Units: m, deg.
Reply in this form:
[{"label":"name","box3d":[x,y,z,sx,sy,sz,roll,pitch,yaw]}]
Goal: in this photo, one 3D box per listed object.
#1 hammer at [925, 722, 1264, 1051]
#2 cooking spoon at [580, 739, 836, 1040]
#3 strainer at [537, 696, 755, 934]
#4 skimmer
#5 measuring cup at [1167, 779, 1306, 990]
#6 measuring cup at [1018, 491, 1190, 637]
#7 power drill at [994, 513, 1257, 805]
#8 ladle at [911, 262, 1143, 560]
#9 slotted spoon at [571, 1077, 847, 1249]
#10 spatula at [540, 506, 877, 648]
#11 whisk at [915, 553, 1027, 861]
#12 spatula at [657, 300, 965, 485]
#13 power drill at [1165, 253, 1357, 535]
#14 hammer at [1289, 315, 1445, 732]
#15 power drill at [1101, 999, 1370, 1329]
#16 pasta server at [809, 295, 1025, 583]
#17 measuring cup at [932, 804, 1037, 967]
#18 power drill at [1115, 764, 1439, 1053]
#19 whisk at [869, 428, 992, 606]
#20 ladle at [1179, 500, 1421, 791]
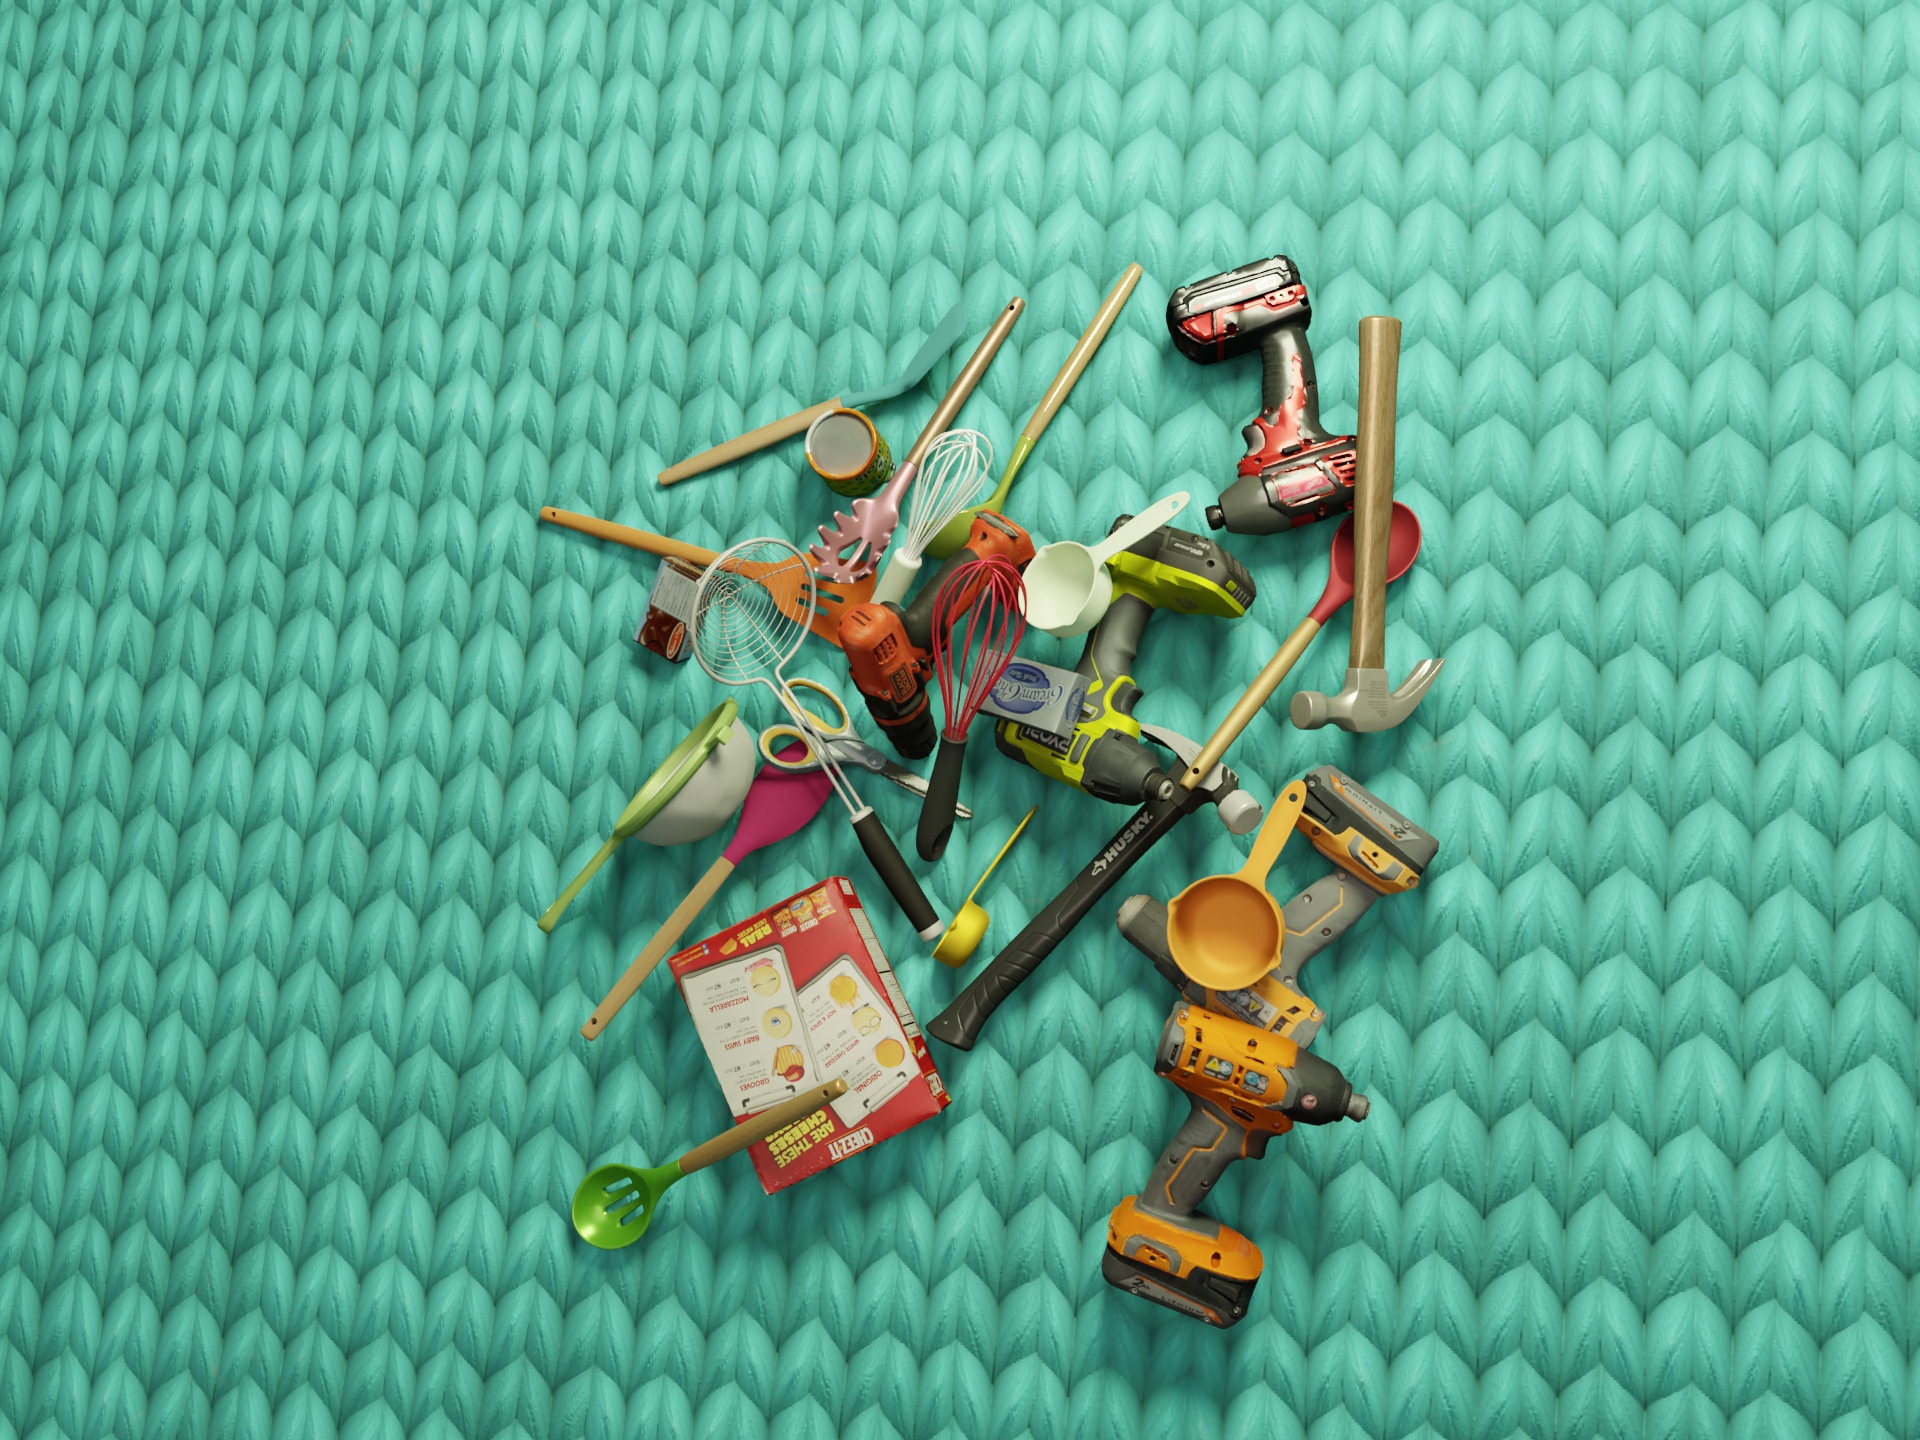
[{"label":"hammer","box3d":[0.091,0.146,1.312,0.335,0.035,0.146,-47,44,9]},{"label":"cooking spoon","box3d":[-0.213,0.140,1.348,0.069,0.017,0.319,30,70,22]},{"label":"strainer","box3d":[-0.256,0.098,1.357,0.069,0.151,0.256,40,93,-12]},{"label":"skimmer","box3d":[-0.104,0.022,1.319,0.127,0.090,0.363,-33,93,-31]},{"label":"measuring cup","box3d":[0.226,0.125,1.230,0.095,0.052,0.173,27,93,18]},{"label":"measuring cup","box3d":[0.123,-0.128,1.281,0.167,0.038,0.083,-34,54,22]},{"label":"power drill","box3d":[0.143,-0.044,1.304,0.171,0.080,0.223,24,86,42]},{"label":"ladle","box3d":[0.063,-0.274,1.387,0.062,0.078,0.320,33,83,-11]},{"label":"slotted spoon","box3d":[-0.207,0.358,1.304,0.313,0.031,0.070,-33,77,28]},{"label":"spatula","box3d":[-0.235,-0.146,1.436,0.323,0.041,0.081,17,86,16]},{"label":"whisk","box3d":[-0.002,-0.004,1.291,0.073,0.073,0.295,19,122,12]},{"label":"spatula","box3d":[-0.134,-0.283,1.424,0.317,0.082,0.044,-21,122,10]},{"label":"power drill","box3d":[0.252,-0.265,1.340,0.143,0.078,0.220,-18,80,7]},{"label":"hammer","box3d":[0.333,-0.156,1.276,0.130,0.031,0.331,1,93,-23]},{"label":"power drill","box3d":[0.210,0.346,1.233,0.164,0.084,0.226,18,102,12]},{"label":"pasta server","box3d":[-0.029,-0.246,1.384,0.060,0.040,0.316,29,78,13]},{"label":"measuring cup","box3d":[0.030,0.141,1.341,0.029,0.062,0.156,35,78,2]},{"label":"power drill","box3d":[0.252,0.143,1.286,0.185,0.084,0.226,37,94,14]},{"label":"whisk","box3d":[-0.040,-0.143,1.331,0.246,0.059,0.058,-60,36,36]},{"label":"ladle","box3d":[0.274,-0.060,1.294,0.069,0.031,0.315,34,71,21]}]
